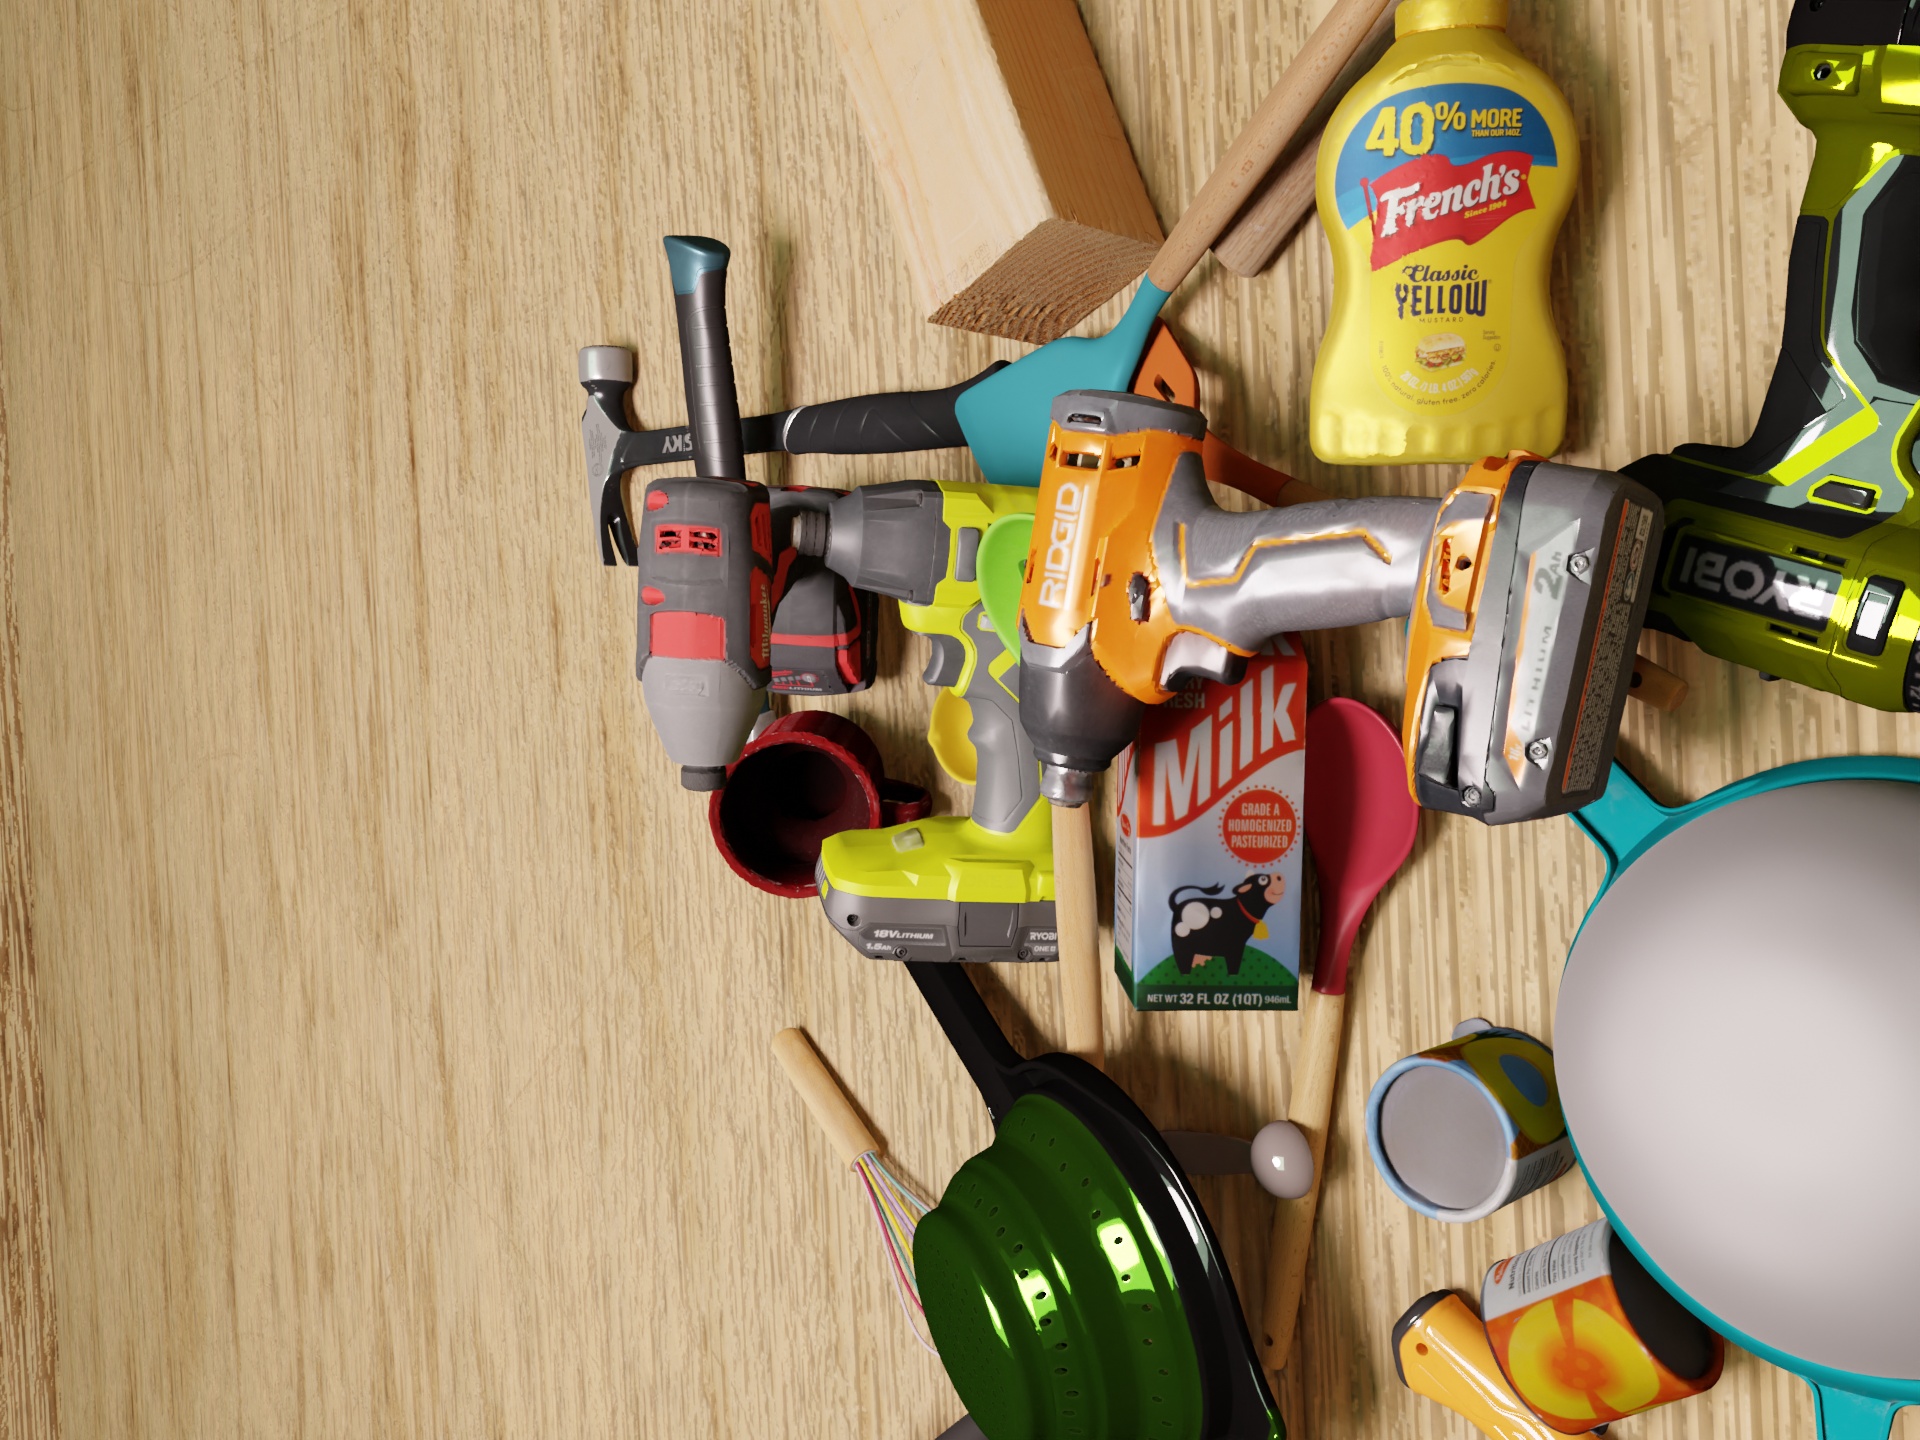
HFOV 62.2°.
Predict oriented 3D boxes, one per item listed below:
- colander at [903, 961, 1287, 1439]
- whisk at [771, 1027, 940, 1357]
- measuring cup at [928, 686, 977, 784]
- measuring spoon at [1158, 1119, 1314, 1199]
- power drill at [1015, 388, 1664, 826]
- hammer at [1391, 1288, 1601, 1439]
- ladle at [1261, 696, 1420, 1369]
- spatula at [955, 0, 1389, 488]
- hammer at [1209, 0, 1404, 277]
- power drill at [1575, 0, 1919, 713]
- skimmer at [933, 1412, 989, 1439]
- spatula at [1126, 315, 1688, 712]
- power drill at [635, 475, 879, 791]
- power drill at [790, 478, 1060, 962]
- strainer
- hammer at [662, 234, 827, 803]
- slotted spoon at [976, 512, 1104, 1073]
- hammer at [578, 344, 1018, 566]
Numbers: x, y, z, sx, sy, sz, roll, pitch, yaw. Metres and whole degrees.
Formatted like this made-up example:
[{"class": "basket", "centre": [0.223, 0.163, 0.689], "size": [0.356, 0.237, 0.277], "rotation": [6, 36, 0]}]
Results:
[{"class": "colander", "centre": [0.003, 0.213, 0.783], "size": [0.398, 0.094, 0.204], "rotation": [54, 151, 39]}, {"class": "whisk", "centre": [-0.045, 0.266, 0.907], "size": [0.245, 0.047, 0.051], "rotation": [48, 125, 36]}, {"class": "measuring cup", "centre": [0.007, -0.044, 0.844], "size": [0.062, 0.029, 0.156], "rotation": [-12, 83, 45]}, {"class": "measuring spoon", "centre": [0.116, 0.203, 0.738], "size": [0.124, 0.018, 0.034], "rotation": [-21, 75, 57]}, {"class": "power drill", "centre": [0.118, -0.029, 0.581], "size": [0.227, 0.084, 0.164], "rotation": [15, 99, 36]}, {"class": "hammer", "centre": [0.292, 0.340, 0.572], "size": [0.337, 0.034, 0.127], "rotation": [45, 123, 35]}, {"class": "ladle", "centre": [0.159, 0.144, 0.702], "size": [0.069, 0.031, 0.315], "rotation": [21, 109, 52]}, {"class": "spatula", "centre": [0.094, -0.209, 0.693], "size": [0.082, 0.044, 0.317], "rotation": [63, 144, 19]}, {"class": "hammer", "centre": [0.207, -0.311, 0.622], "size": [0.331, 0.031, 0.130], "rotation": [-48, 60, 36]}, {"class": "power drill", "centre": [0.314, -0.112, 0.494], "size": [0.191, 0.080, 0.228], "rotation": [27, 114, 43]}, {"class": "skimmer", "centre": [-0.072, 0.488, 0.954], "size": [0.127, 0.090, 0.363], "rotation": [47, 114, 13]}, {"class": "spatula", "centre": [0.160, -0.085, 0.663], "size": [0.323, 0.041, 0.081], "rotation": [39, 119, 41]}, {"class": "power drill", "centre": [-0.102, -0.051, 0.798], "size": [0.078, 0.220, 0.143], "rotation": [3, 100, 9]}, {"class": "power drill", "centre": [-0.001, -0.002, 0.762], "size": [0.080, 0.171, 0.223], "rotation": [-125, 39, -71]}, {"class": "strainer", "centre": [0.247, 0.066, 0.541], "size": [0.211, 0.095, 0.341], "rotation": [-51, 52, 24]}, {"class": "hammer", "centre": [-0.137, -0.117, 0.941], "size": [0.128, 0.033, 0.331], "rotation": [7, 108, 41]}, {"class": "slotted spoon", "centre": [0.050, 0.056, 0.729], "size": [0.070, 0.031, 0.313], "rotation": [9, 114, 35]}, {"class": "hammer", "centre": [-0.109, -0.167, 0.951], "size": [0.409, 0.036, 0.149], "rotation": [5, 97, 45]}]
